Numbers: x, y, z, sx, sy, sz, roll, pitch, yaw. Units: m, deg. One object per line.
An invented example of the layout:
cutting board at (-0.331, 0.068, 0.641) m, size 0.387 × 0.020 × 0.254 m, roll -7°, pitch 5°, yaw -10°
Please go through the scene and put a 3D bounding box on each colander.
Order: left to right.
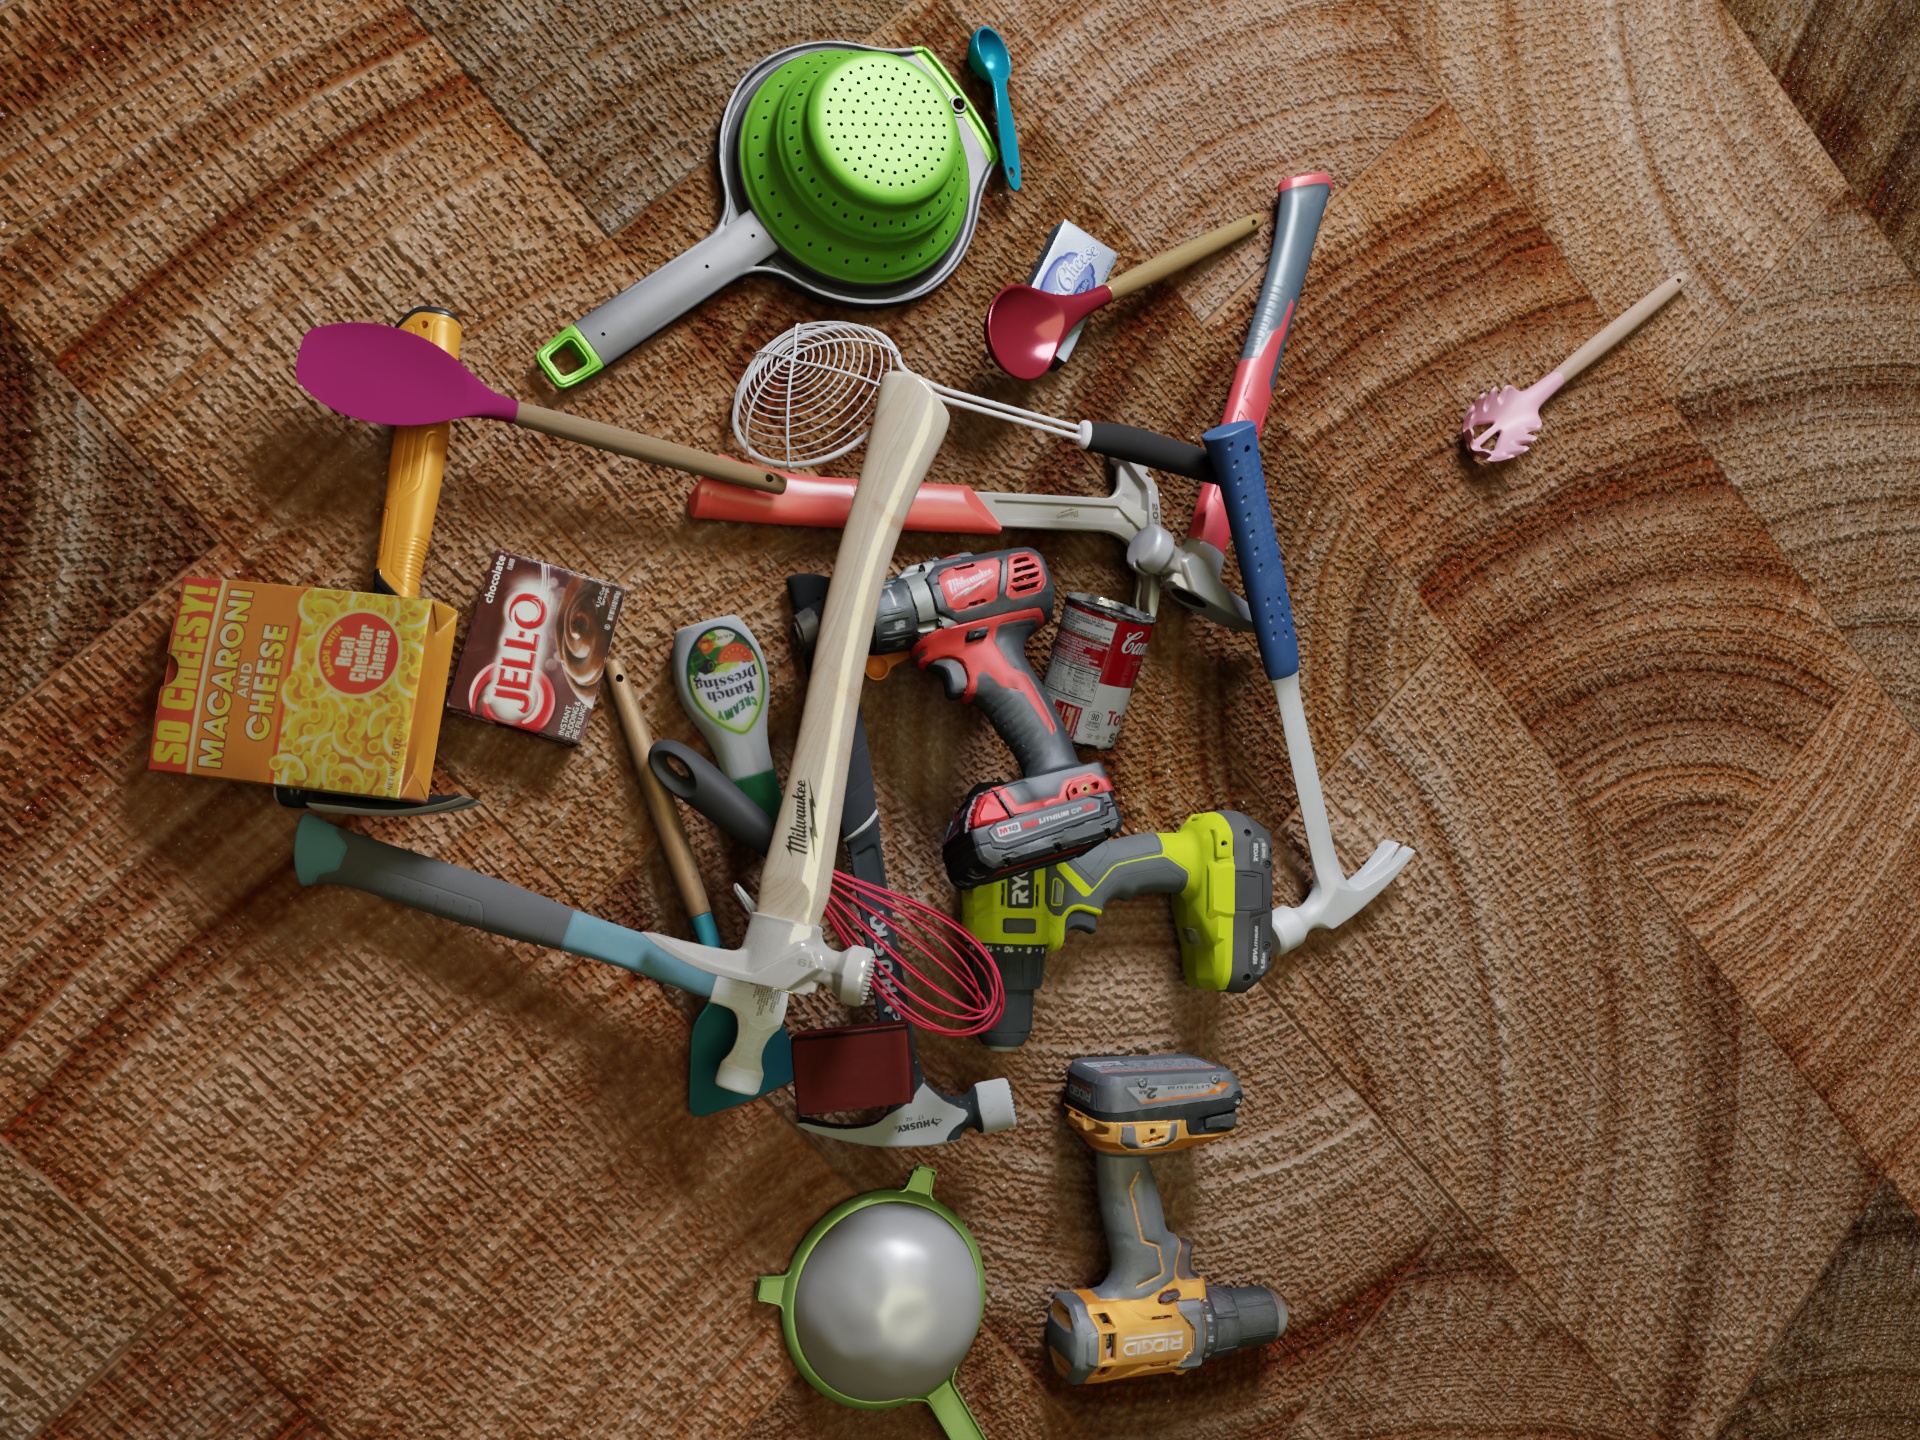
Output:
colander at (-0.126, -0.358, 1.115) m, size 0.397 × 0.094 × 0.204 m, roll -40°, pitch 99°, yaw -19°

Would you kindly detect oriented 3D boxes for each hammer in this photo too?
hammer at (-0.354, -0.106, 1.026) m, size 0.127 × 0.034 × 0.337 m, roll 3°, pitch 80°, yaw 7°
hammer at (-0.268, 0.133, 1.030) m, size 0.331 × 0.033 × 0.128 m, roll 20°, pitch 78°, yaw -9°
hammer at (-0.089, -0.032, 1.034) m, size 0.146 × 0.038 × 0.411 m, roll 11°, pitch 81°, yaw 5°
hammer at (-0.071, 0.095, 1.114) m, size 0.149 × 0.036 × 0.409 m, roll -11°, pitch 84°, yaw -3°
hammer at (-0.018, -0.147, 1.169) m, size 0.359 × 0.037 × 0.149 m, roll 0°, pitch 86°, yaw -21°
hammer at (0.244, -0.261, 1.261) m, size 0.143 × 0.038 × 0.386 m, roll 27°, pitch 72°, yaw -27°
hammer at (0.250, -0.027, 1.203) m, size 0.144 × 0.035 × 0.405 m, roll -24°, pitch 111°, yaw -22°

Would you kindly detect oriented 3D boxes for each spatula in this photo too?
spatula at (-0.191, 0.110, 1.091) m, size 0.082 × 0.044 × 0.317 m, roll -18°, pitch 87°, yaw -22°

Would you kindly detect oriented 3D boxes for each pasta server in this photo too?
pasta server at (0.543, -0.315, 1.389) m, size 0.316 × 0.040 × 0.060 m, roll -37°, pitch 87°, yaw -20°

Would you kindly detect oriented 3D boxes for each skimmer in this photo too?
skimmer at (0.022, -0.204, 1.149) m, size 0.363 × 0.090 × 0.127 m, roll 12°, pitch 57°, yaw -17°

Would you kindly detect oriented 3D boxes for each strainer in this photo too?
strainer at (-0.018, 0.451, 1.099) m, size 0.151 × 0.069 × 0.256 m, roll -31°, pitch 95°, yaw -20°

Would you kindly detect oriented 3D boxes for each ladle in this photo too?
ladle at (0.130, -0.338, 1.221) m, size 0.315 × 0.031 × 0.069 m, roll -32°, pitch 112°, yaw -30°

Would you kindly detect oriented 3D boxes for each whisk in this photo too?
whisk at (-0.091, 0.108, 1.061) m, size 0.296 × 0.073 × 0.073 m, roll 38°, pitch 73°, yaw 4°

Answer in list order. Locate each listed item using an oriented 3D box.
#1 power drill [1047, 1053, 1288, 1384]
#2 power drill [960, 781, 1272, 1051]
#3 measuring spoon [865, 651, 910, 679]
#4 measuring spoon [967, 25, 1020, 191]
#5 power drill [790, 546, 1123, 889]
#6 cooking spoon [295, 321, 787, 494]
power drill at (0.159, 0.365, 1.169) m, size 0.185 × 0.084 × 0.226 m, roll 2°, pitch 89°, yaw -20°
power drill at (0.109, 0.146, 1.170) m, size 0.228 × 0.080 × 0.190 m, roll 3°, pitch 83°, yaw -17°
measuring spoon at (-0.025, -0.064, 1.174) m, size 0.117 × 0.011 × 0.021 m, roll -35°, pitch 96°, yaw -23°
measuring spoon at (0.025, -0.464, 1.216) m, size 0.042 × 0.021 × 0.128 m, roll -6°, pitch 86°, yaw -52°
power drill at (-0.002, -0.003, 1.091) m, size 0.188 × 0.080 × 0.227 m, roll -14°, pitch 77°, yaw -19°
cooking spoon at (-0.266, -0.194, 1.044) m, size 0.318 × 0.017 × 0.069 m, roll 13°, pitch 70°, yaw -21°
